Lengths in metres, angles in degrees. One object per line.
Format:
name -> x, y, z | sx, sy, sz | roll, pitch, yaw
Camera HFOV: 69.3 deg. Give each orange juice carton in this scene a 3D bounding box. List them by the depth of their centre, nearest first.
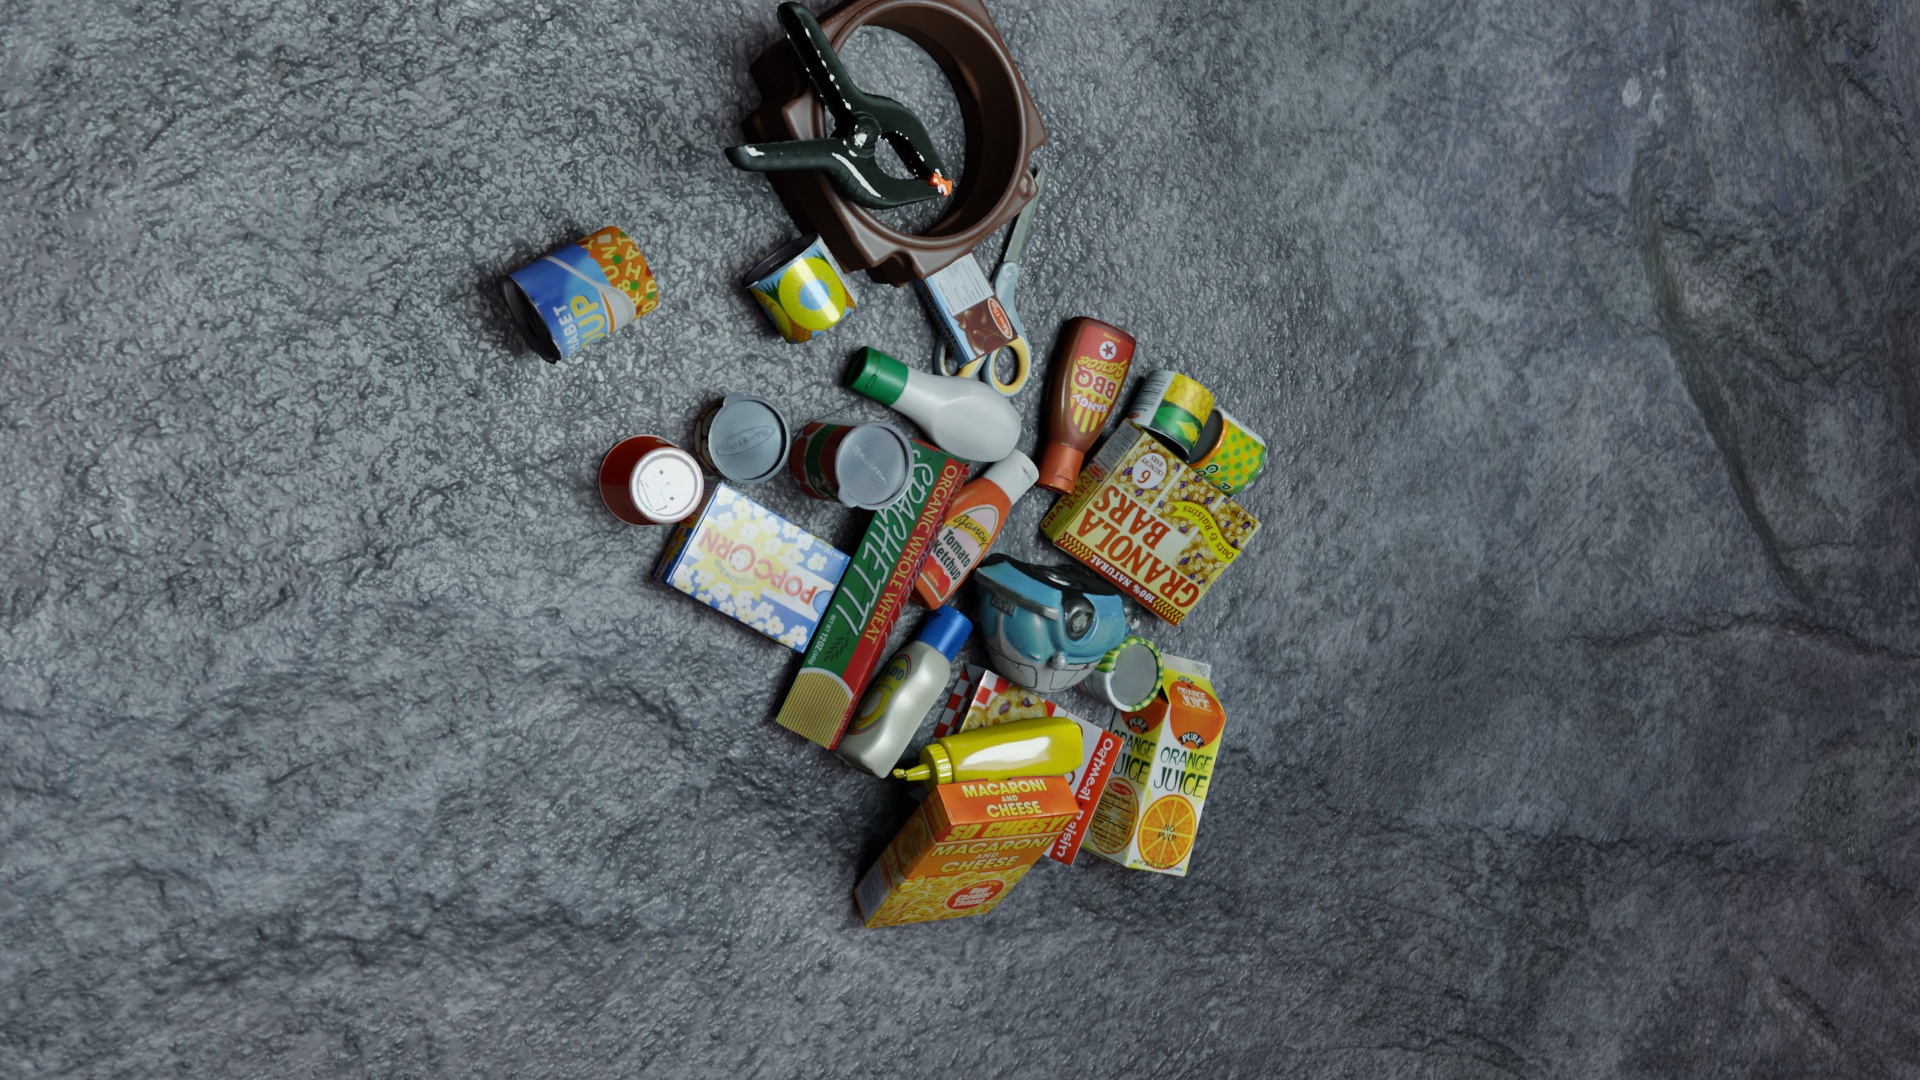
orange juice carton -> 0.180, 0.200, 1.265 | 0.072, 0.073, 0.192 | 18, 86, -32

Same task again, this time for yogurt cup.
yogurt cup -> -0.220, -0.041, 0.999 | 0.072, 0.054, 0.072 | -4, 98, -31

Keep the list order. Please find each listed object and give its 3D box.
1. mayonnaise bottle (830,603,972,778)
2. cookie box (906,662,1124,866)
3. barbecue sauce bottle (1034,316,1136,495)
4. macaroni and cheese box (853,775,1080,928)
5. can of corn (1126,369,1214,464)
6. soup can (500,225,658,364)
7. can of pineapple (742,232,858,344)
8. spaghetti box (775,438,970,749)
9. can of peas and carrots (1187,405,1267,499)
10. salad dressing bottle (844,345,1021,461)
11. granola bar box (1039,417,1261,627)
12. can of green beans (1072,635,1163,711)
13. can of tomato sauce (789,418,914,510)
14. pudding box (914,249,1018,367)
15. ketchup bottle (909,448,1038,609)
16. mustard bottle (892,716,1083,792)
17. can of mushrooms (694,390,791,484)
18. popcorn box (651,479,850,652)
mayonnaise bottle -> -0.044, 0.120, 1.125 | 0.041, 0.064, 0.148 | 43, 69, -25
cookie box -> 0.051, 0.196, 1.204 | 0.167, 0.040, 0.123 | 29, 80, -30
barbecue sauce bottle -> 0.101, -0.114, 1.196 | 0.065, 0.043, 0.148 | 20, 85, -25
macaroni and cheese box -> 0.003, 0.251, 1.121 | 0.124, 0.040, 0.165 | 2, 138, -32
can of corn -> 0.187, -0.110, 1.237 | 0.071, 0.071, 0.058 | 33, 78, -30
soup can -> -0.258, -0.167, 0.951 | 0.084, 0.071, 0.071 | -34, 112, -24
can of pineapple -> -0.120, -0.187, 1.038 | 0.071, 0.071, 0.057 | -43, 116, -20
spaghetti box -> -0.068, 0.041, 1.085 | 0.050, 0.028, 0.250 | 26, 90, 9
can of peas and carrots -> 0.235, -0.080, 1.270 | 0.058, 0.071, 0.071 | 30, 80, -30
salad dressing bottle -> -0.022, -0.111, 1.118 | 0.147, 0.044, 0.064 | 23, 112, -28
granola bar box -> 0.170, -0.013, 1.230 | 0.165, 0.039, 0.124 | 34, 100, -30
can of green beans -> 0.138, 0.114, 1.237 | 0.071, 0.058, 0.071 | -4, 98, -32
can of tomato sauce -> -0.085, -0.058, 1.063 | 0.071, 0.083, 0.071 | -4, 98, -31
pudding box -> 0.004, -0.187, 1.120 | 0.050, 0.030, 0.083 | -31, 95, -17
ketchup bottle -> 0.004, -0.014, 1.148 | 0.149, 0.043, 0.064 | -47, 122, -19
mustard bottle -> 0.019, 0.177, 1.124 | 0.161, 0.065, 0.049 | -8, 92, -23
can of mushrooms -> -0.164, -0.078, 1.041 | 0.071, 0.033, 0.071 | -5, 99, -31
popcorn box -> -0.158, 0.020, 1.054 | 0.126, 0.038, 0.085 | 32, 78, -30
